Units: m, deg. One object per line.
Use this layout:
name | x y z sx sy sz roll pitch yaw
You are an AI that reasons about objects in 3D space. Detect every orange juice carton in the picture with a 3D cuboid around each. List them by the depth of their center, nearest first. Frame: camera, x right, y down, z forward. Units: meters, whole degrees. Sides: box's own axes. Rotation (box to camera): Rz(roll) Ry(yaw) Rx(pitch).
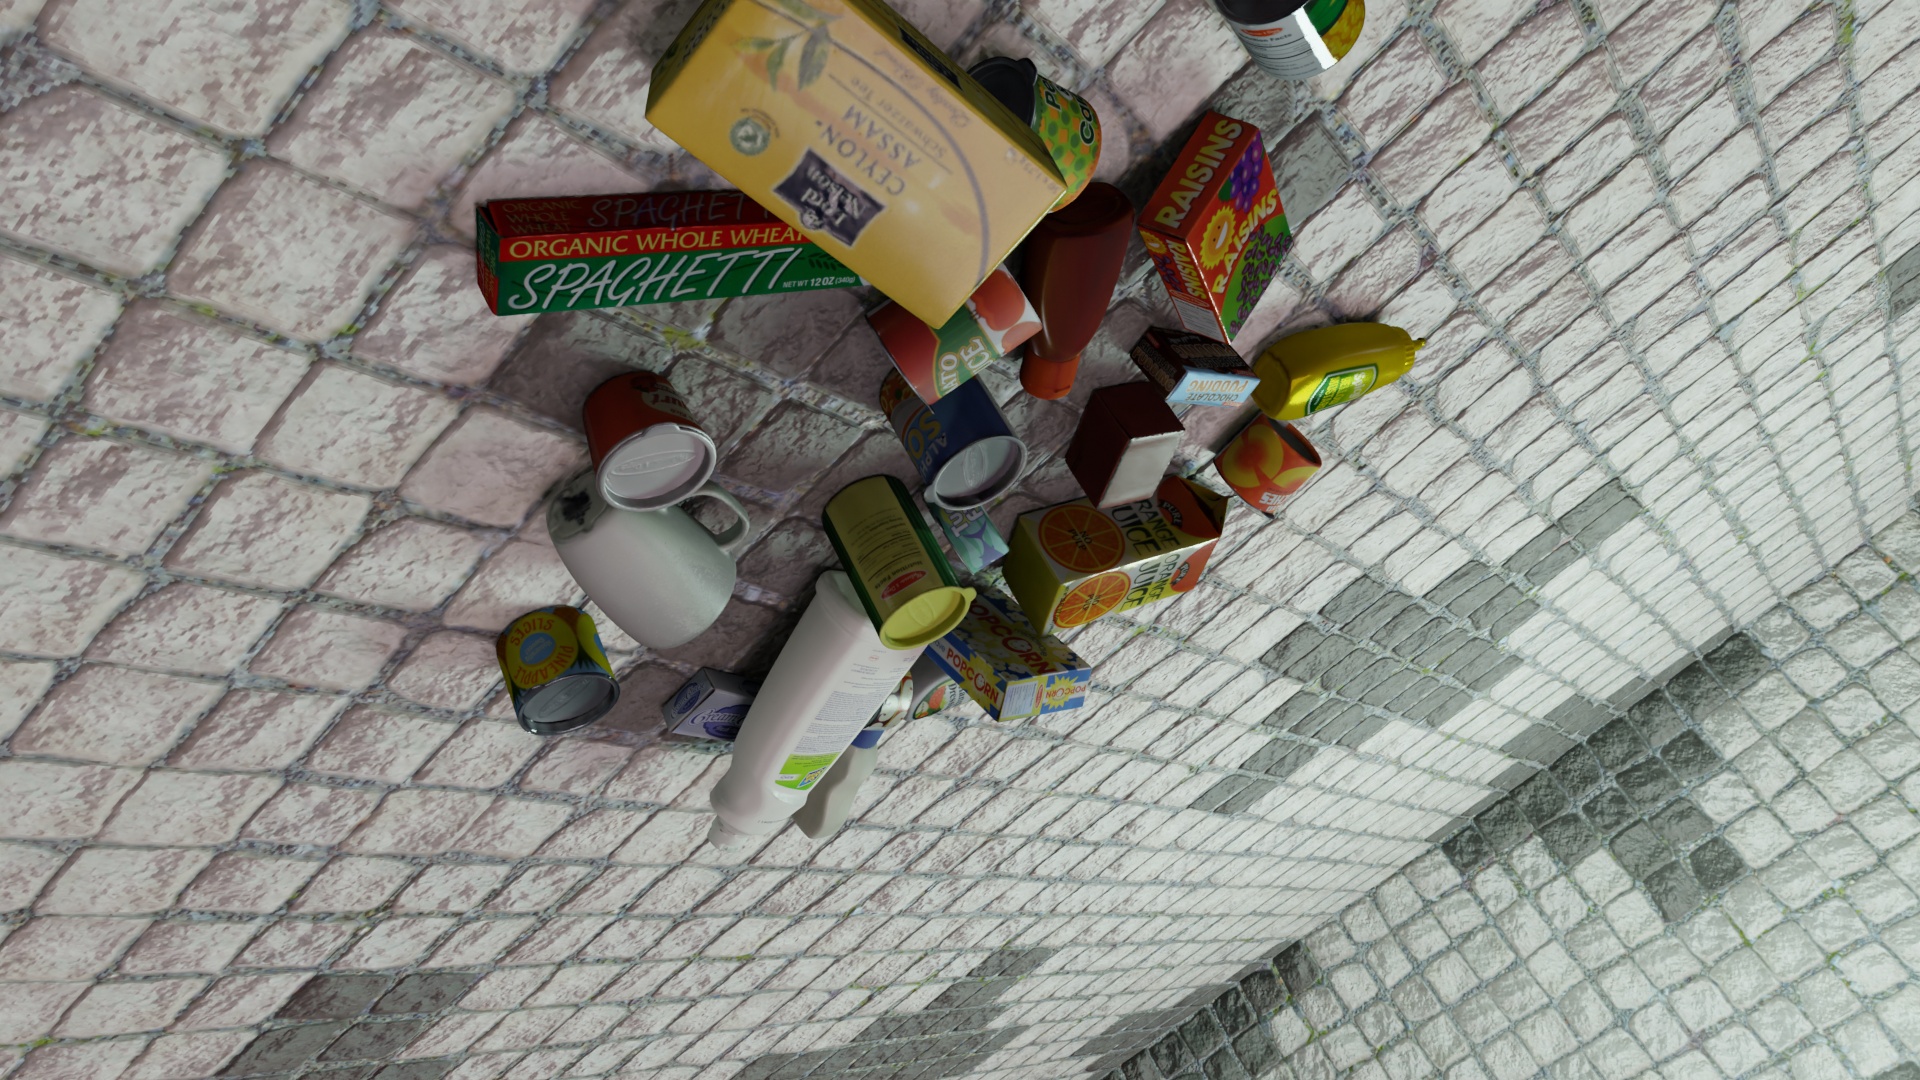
orange juice carton | 0.137 0.006 1.117 0.193 0.073 0.071 -15 145 -25

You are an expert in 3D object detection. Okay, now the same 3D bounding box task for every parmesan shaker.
parmesan shaker | -0.043 0.013 0.946 0.071 0.103 0.071 -21 148 -14

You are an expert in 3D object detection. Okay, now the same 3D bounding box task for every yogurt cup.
yogurt cup | -0.178 -0.057 0.779 0.072 0.054 0.072 -21 148 -14

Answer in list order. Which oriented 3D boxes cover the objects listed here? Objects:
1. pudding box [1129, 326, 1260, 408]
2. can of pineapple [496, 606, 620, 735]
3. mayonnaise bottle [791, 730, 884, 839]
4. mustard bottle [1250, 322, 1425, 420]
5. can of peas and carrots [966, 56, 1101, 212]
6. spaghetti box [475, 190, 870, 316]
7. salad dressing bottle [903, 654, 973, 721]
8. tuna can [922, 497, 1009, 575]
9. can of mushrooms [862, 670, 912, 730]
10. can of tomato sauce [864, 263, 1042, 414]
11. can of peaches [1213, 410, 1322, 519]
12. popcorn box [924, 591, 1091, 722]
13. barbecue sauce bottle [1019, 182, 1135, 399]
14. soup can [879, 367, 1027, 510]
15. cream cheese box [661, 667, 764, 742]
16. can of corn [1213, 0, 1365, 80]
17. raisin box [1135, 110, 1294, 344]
pudding box | 0.166 -0.121 0.982 0.084 0.050 0.030 1 135 -41
can of pineapple | -0.263 0.084 0.904 0.071 0.058 0.070 -22 148 -15
mayonnaise bottle | -0.102 0.188 1.189 0.041 0.065 0.147 -2 135 -43
mustard bottle | 0.301 -0.138 1.073 0.161 0.049 0.065 -17 148 -21
can of peas and carrots | 0.033 -0.212 0.724 0.059 0.071 0.070 9 131 -47
spaghetti box | -0.119 -0.153 0.717 0.251 0.029 0.049 -11 143 -29
salad dressing bottle | 0.011 0.112 1.190 0.148 0.044 0.064 -15 144 -24
tuna can | 0.004 -0.012 0.984 0.033 0.071 0.071 -33 149 2
can of mushrooms | -0.071 0.116 1.107 0.033 0.071 0.070 11 130 -47
can of tomato sauce | -0.003 -0.126 0.812 0.083 0.071 0.071 -34 149 5
can of peaches | 0.248 -0.062 1.116 0.071 0.071 0.058 12 128 -48
popcorn box | 0.031 0.088 1.091 0.085 0.127 0.038 -5 120 -36
barbecue sauce bottle | 0.064 -0.149 0.862 0.065 0.044 0.147 -22 149 -22
soup can | -0.008 -0.070 0.874 0.071 0.084 0.071 -21 147 -14
cream cheese box | -0.176 0.131 1.077 0.053 0.024 0.104 -43 147 17
can of corn | 0.175 -0.290 0.736 0.071 0.071 0.058 -40 148 16
raisin box | 0.160 -0.191 0.859 0.086 0.040 0.123 -56 149 -7
